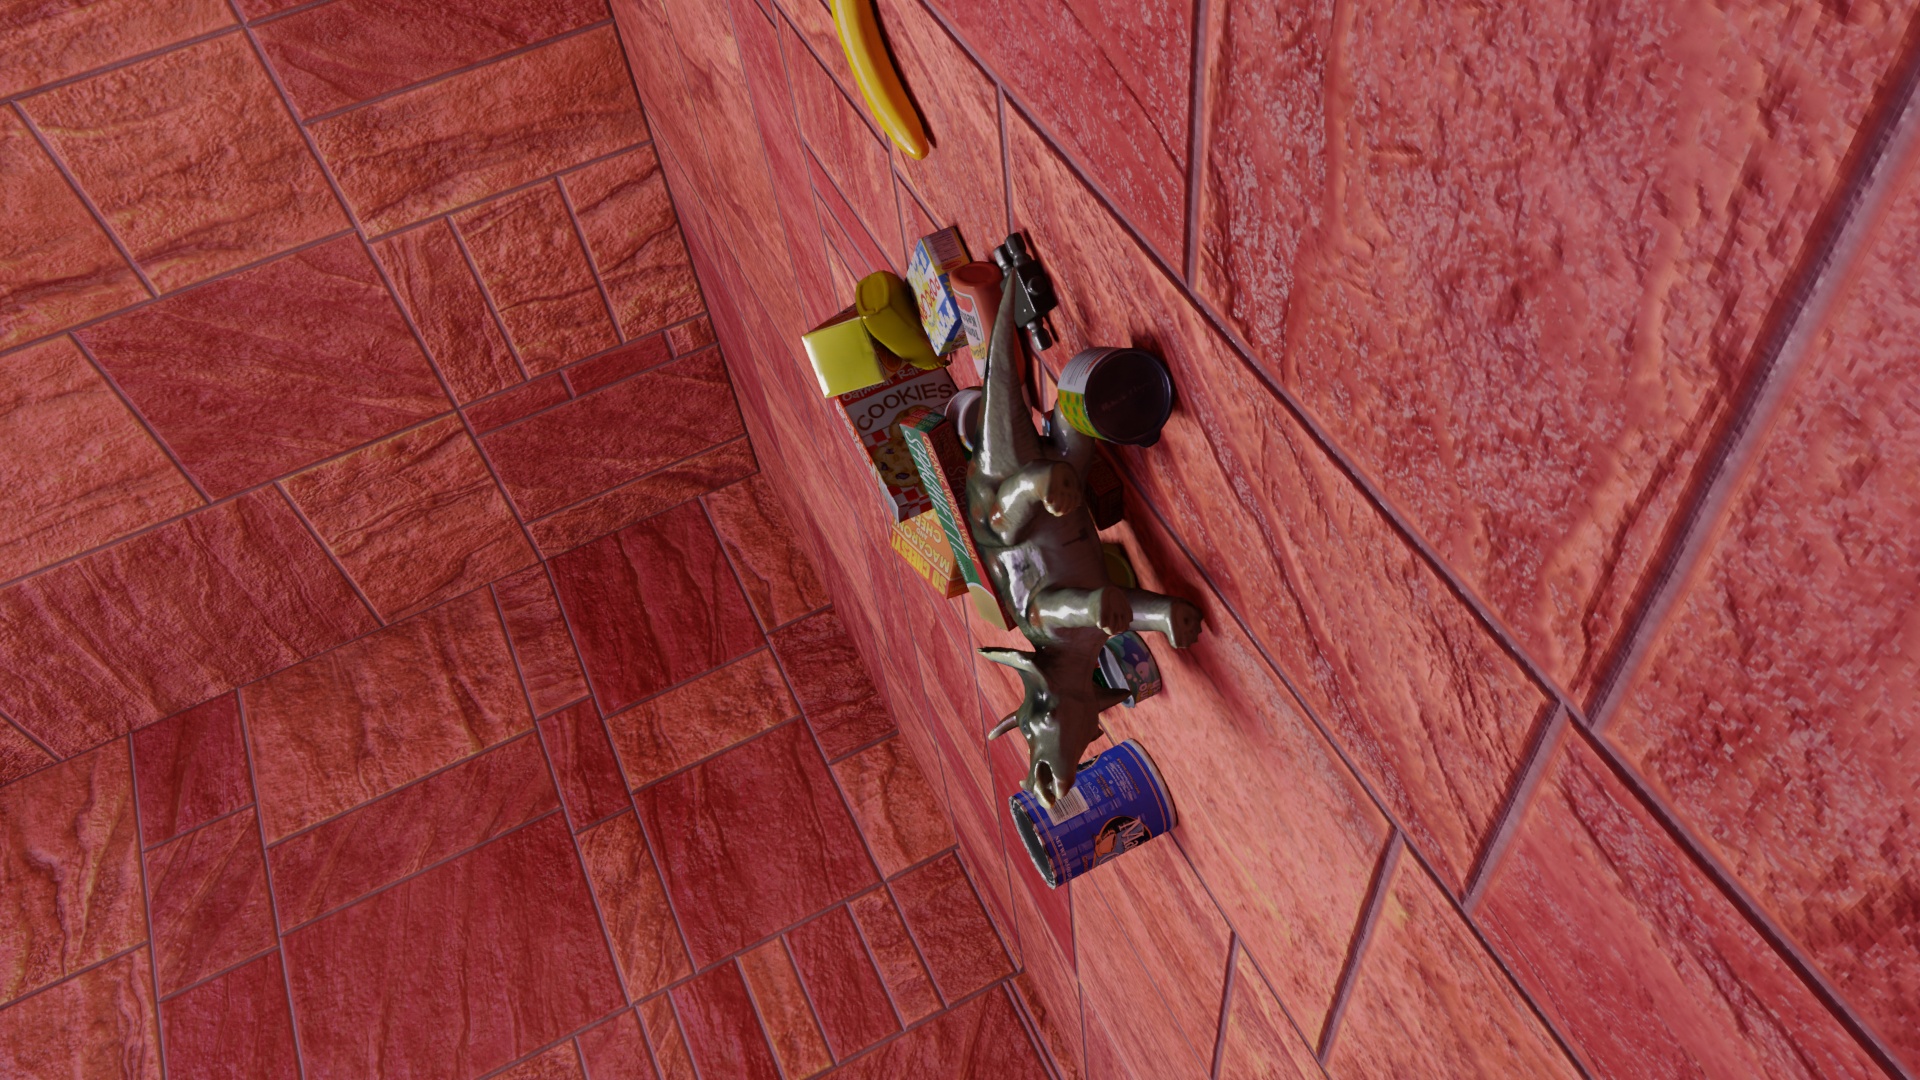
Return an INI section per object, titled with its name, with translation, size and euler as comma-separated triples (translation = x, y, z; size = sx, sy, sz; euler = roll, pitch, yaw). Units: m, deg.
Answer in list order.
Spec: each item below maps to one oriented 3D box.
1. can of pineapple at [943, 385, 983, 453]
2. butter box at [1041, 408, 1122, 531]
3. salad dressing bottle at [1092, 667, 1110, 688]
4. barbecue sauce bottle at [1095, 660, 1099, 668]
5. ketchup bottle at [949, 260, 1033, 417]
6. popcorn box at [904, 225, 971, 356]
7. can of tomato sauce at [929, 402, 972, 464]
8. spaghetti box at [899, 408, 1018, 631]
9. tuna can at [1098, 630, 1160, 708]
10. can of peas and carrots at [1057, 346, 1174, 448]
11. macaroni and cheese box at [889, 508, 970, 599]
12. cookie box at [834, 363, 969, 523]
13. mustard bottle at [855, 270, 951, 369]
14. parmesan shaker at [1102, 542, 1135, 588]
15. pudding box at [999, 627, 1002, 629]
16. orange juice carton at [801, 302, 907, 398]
[can of pineapple]
translation = 0.025, -0.113, 1.328
size = 0.071, 0.071, 0.058
euler = 69, 168, -13
[butter box]
translation = 0.103, -0.061, 1.176
size = 0.104, 0.024, 0.053
euler = 59, 167, 35
[salad dressing bottle]
translation = 0.126, 0.156, 1.454
size = 0.147, 0.044, 0.064
euler = 127, 119, -77
[barbecue sauce bottle]
translation = 0.105, 0.097, 1.434
size = 0.064, 0.044, 0.149
euler = 70, 168, -17
[ketchup bottle]
translation = 0.032, -0.171, 1.233
size = 0.065, 0.043, 0.148
euler = 48, 159, 56
[popcorn box]
translation = -0.014, -0.235, 1.322
size = 0.085, 0.038, 0.126
euler = 65, 169, 4
[can of tomato sauce]
translation = 0.000, -0.107, 1.402
size = 0.071, 0.083, 0.071
euler = 61, 167, 24
[spaghetti box]
translation = 0.005, -0.017, 1.371
size = 0.050, 0.029, 0.249
euler = 23, 143, 50
[tuna can]
translation = 0.155, 0.119, 1.276
size = 0.071, 0.033, 0.070
euler = 61, 168, 24
[can of peas and carrots]
translation = 0.109, -0.100, 0.969
size = 0.070, 0.071, 0.059
euler = 69, 169, -14
[macaroni and cheese box]
translation = -0.025, -0.035, 1.594
size = 0.124, 0.040, 0.165
euler = 42, 136, 39
[cookie box]
translation = -0.048, -0.115, 1.503
size = 0.168, 0.123, 0.040
euler = 61, 166, 25
[mustard bottle]
translation = -0.051, -0.214, 1.427
size = 0.160, 0.048, 0.065
euler = 40, -146, -54
[parmesan shaker]
translation = 0.110, 0.036, 1.244
size = 0.071, 0.071, 0.103
euler = 67, 169, -6
[pudding box]
translation = 0.053, 0.055, 1.571
size = 0.030, 0.050, 0.083
euler = 162, 84, -80
[orange juice carton]
translation = -0.092, -0.221, 1.497
size = 0.071, 0.073, 0.193
euler = 70, -156, -16
